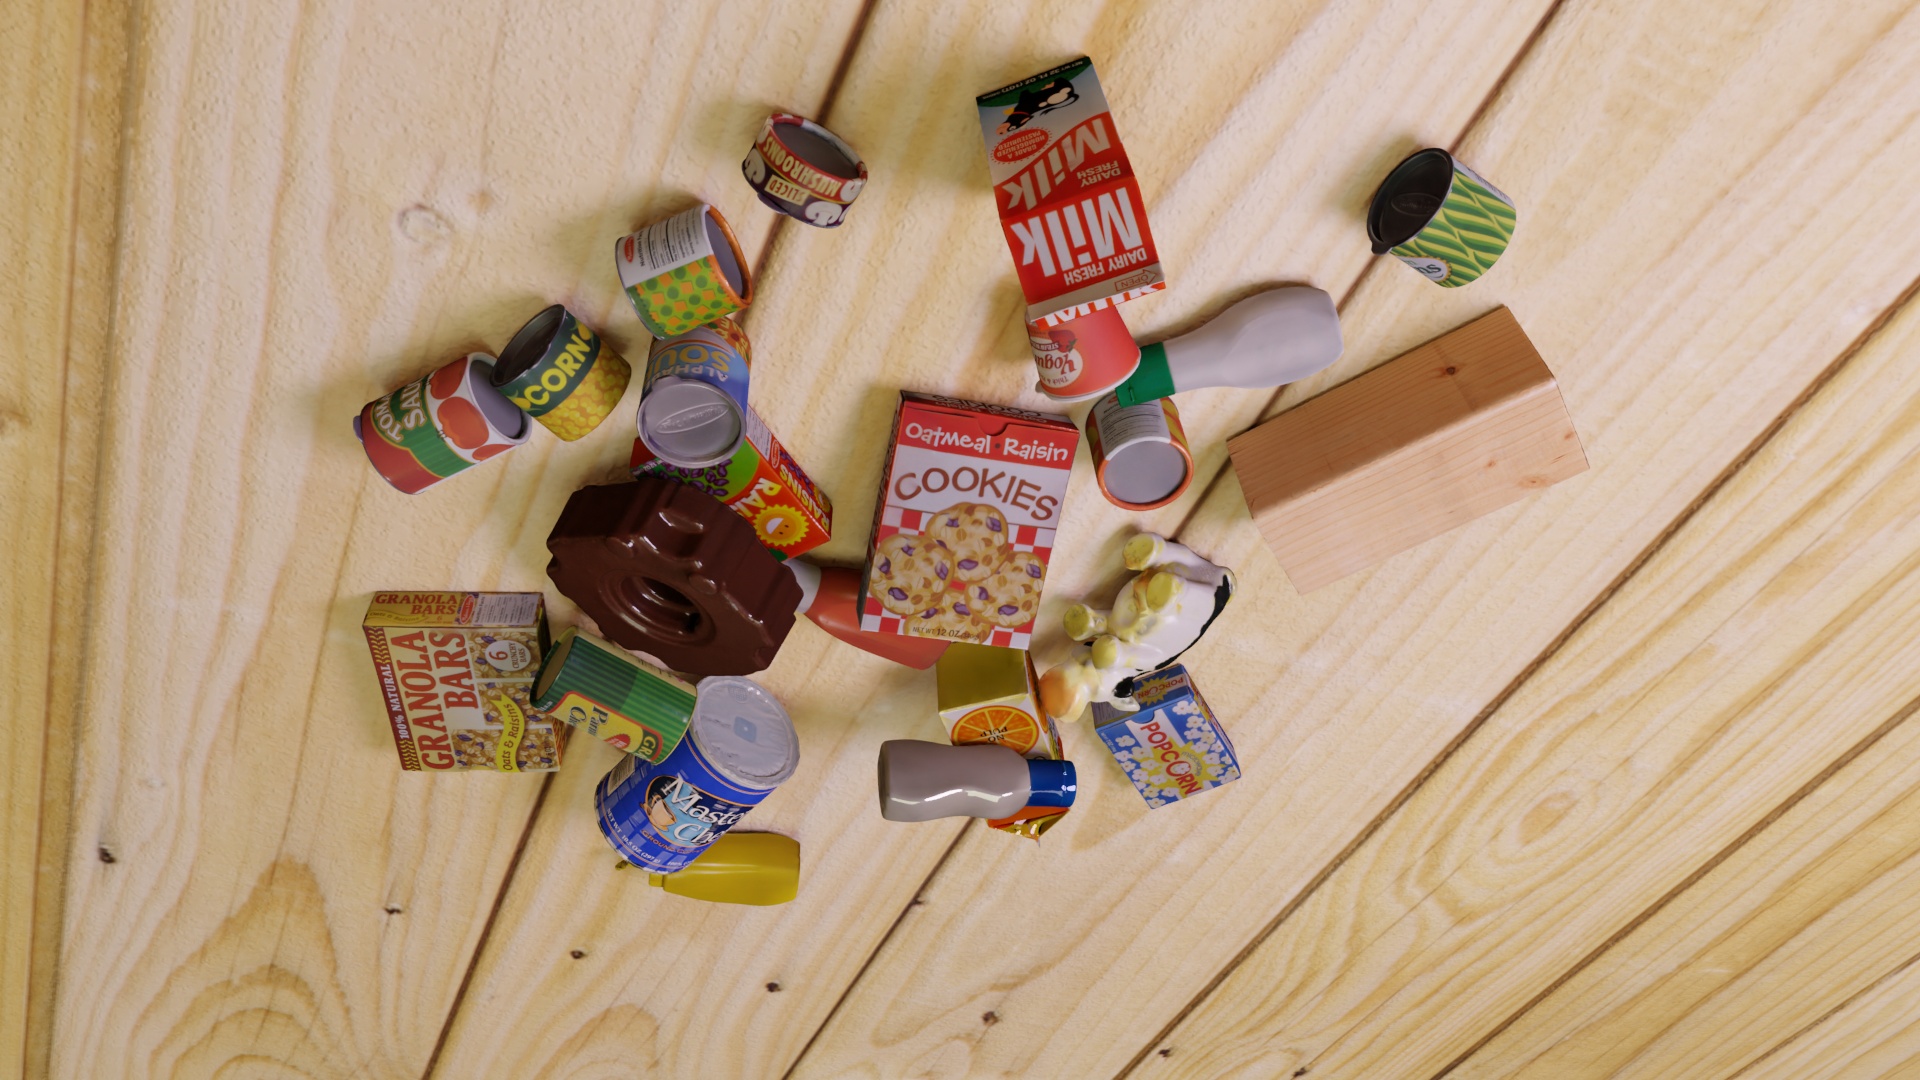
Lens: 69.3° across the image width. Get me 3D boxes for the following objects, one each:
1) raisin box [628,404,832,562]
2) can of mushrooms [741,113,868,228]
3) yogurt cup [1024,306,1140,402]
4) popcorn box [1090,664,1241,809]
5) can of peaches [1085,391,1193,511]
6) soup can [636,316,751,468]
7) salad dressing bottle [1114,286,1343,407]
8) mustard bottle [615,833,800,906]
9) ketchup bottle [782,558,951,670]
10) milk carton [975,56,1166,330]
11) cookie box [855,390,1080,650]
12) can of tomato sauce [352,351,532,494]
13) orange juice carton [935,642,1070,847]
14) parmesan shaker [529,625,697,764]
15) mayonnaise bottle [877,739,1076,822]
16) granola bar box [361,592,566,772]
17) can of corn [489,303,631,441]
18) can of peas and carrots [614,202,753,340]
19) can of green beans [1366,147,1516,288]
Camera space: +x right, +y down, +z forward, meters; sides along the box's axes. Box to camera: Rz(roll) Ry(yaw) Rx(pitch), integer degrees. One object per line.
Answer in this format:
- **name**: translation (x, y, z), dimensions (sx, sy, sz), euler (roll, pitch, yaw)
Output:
- **raisin box**: translation (-0.156, -0.035, 0.959), dimensions (0.086, 0.040, 0.123), euler (-25, 128, 16)
- **can of mushrooms**: translation (-0.089, -0.210, 0.791), dimensions (0.071, 0.071, 0.033), euler (23, 124, -23)
- **yogurt cup**: translation (0.075, -0.128, 0.883), dimensions (0.072, 0.073, 0.053), euler (-18, 122, 11)
- **popcorn box**: translation (0.173, 0.167, 1.166), dimensions (0.085, 0.038, 0.126), euler (-23, 129, 16)
- **can of peaches**: translation (0.123, -0.061, 0.949), dimensions (0.071, 0.058, 0.070), euler (-3, 131, -3)
- **soup can**: translation (-0.167, -0.098, 0.872), dimensions (0.071, 0.084, 0.071), euler (-3, 131, -3)
- **salad dressing bottle**: translation (0.172, -0.123, 0.910), dimensions (0.147, 0.044, 0.064), euler (-14, 131, 9)
- **mustard bottle**: translation (-0.223, 0.288, 1.228), dimensions (0.160, 0.049, 0.065), euler (6, 130, -9)
- **ketchup bottle**: translation (-0.078, 0.049, 1.036), dimensions (0.149, 0.044, 0.064), euler (21, 127, -22)
- **milk carton**: translation (0.060, -0.180, 0.750), dimensions (0.072, 0.191, 0.073), euler (-17, 131, 10)
- **cookie box**: translation (0.003, -0.012, 0.959), dimensions (0.123, 0.040, 0.166), euler (8, 110, -12)
- **can of tomato sauce**: translation (-0.329, -0.076, 0.888), dimensions (0.083, 0.071, 0.071), euler (-23, 129, 13)
- **orange juice carton**: translation (0.040, 0.167, 1.131), dimensions (0.073, 0.072, 0.191), euler (-14, 131, 8)
- **parmesan shaker**: translation (-0.257, 0.115, 1.025), dimensions (0.103, 0.072, 0.071), euler (31, 122, -24)
- **mayonnaise bottle**: translation (0.013, 0.184, 1.055), dimensions (0.148, 0.065, 0.041), euler (4, 129, -12)
- **granola bar box**: translation (-0.376, 0.112, 1.067), dimensions (0.124, 0.039, 0.164), euler (1, 131, -6)
- **can of corn**: translation (-0.249, -0.103, 0.869), dimensions (0.071, 0.071, 0.058), euler (-32, 127, 21)
- **can of peas and carrots**: translation (-0.163, -0.160, 0.832), dimensions (0.058, 0.071, 0.070), euler (-20, 130, 11)
- **can of green beans**: translation (0.291, -0.195, 0.842), dimensions (0.058, 0.071, 0.071), euler (25, 125, -25)
